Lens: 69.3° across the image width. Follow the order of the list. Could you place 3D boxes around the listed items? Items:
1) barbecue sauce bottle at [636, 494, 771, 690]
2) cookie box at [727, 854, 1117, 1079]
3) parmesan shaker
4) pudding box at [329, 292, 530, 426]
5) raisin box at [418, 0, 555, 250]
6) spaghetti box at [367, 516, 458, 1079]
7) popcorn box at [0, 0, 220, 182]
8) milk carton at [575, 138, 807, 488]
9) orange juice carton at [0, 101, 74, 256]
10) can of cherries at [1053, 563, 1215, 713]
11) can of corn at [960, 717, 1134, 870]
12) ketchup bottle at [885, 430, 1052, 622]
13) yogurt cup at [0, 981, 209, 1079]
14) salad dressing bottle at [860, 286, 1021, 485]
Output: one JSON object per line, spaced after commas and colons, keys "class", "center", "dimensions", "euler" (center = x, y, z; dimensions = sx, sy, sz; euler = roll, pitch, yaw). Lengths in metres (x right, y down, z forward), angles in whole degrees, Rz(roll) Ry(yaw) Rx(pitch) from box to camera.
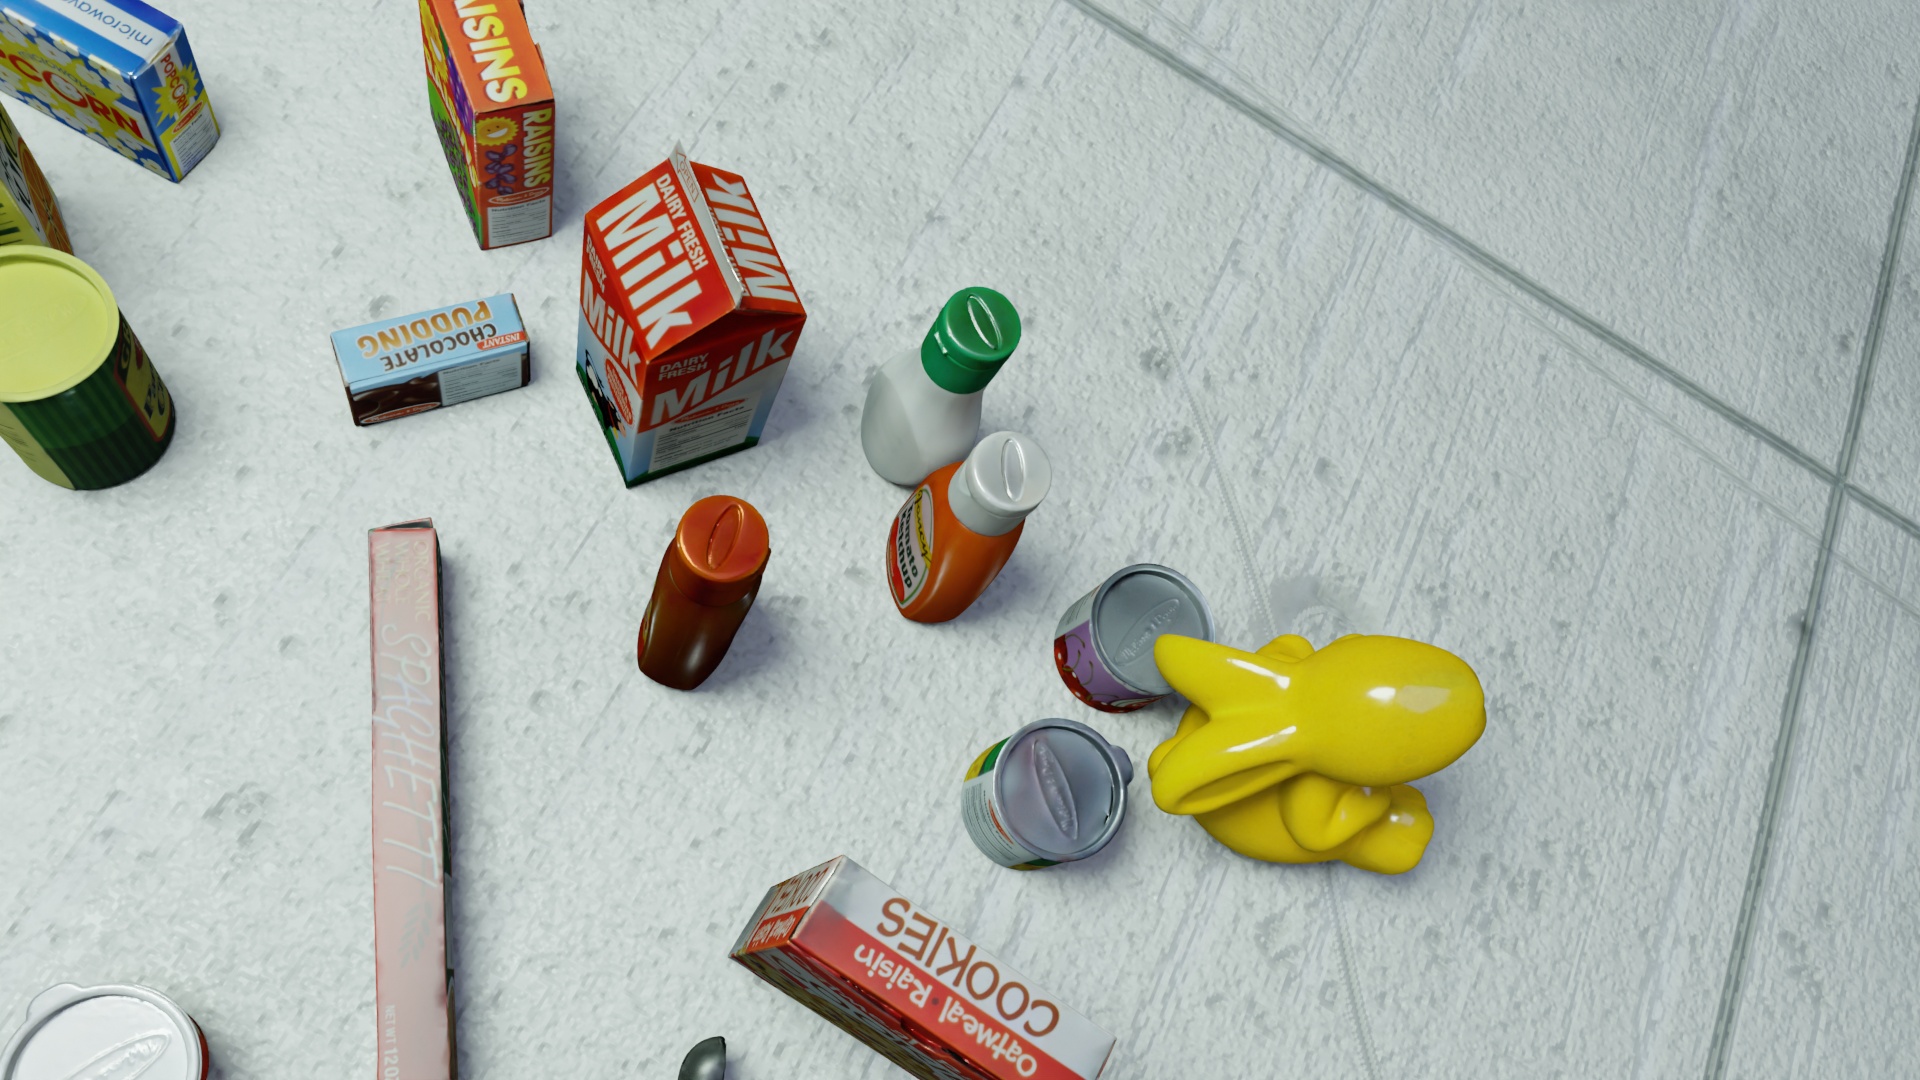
{"class": "barbecue sauce bottle", "center": [-0.111, 0.021, 0.604], "dimensions": [0.044, 0.148, 0.065], "euler": [22, 68, -9]}
{"class": "cookie box", "center": [-0.024, 0.185, 0.565], "dimensions": [0.123, 0.167, 0.040], "euler": [34, 66, -4]}
{"class": "parmesan shaker", "center": [-0.376, -0.071, 0.578], "dimensions": [0.071, 0.102, 0.071], "euler": [5, 71, -15]}
{"class": "pudding box", "center": [-0.247, -0.085, 0.652], "dimensions": [0.084, 0.049, 0.030], "euler": [-19, 79, -22]}
{"class": "raisin box", "center": [-0.224, -0.206, 0.660], "dimensions": [0.040, 0.123, 0.086], "euler": [-18, 78, -21]}
{"class": "spaghetti box", "center": [-0.232, 0.116, 0.589], "dimensions": [0.029, 0.050, 0.250], "euler": [-3, 73, -18]}
{"class": "popcorn box", "center": [-0.411, -0.227, 0.630], "dimensions": [0.127, 0.085, 0.038], "euler": [28, 67, -6]}
{"class": "milk carton", "center": [-0.122, -0.096, 0.617], "dimensions": [0.074, 0.190, 0.072], "euler": [-21, 80, -22]}
{"class": "orange juice carton", "center": [-0.413, -0.148, 0.544], "dimensions": [0.072, 0.192, 0.073], "euler": [-19, 79, -22]}
{"class": "can of cherries", "center": [0.088, 0.053, 0.704], "dimensions": [0.071, 0.058, 0.071], "euler": [5, 71, -15]}
{"class": "can of corn", "center": [0.041, 0.122, 0.666], "dimensions": [0.071, 0.058, 0.071], "euler": [5, 71, -15]}
{"class": "ketchup bottle", "center": [0.002, -0.008, 0.649], "dimensions": [0.043, 0.148, 0.065], "euler": [1, 72, -17]}
{"class": "yogurt cup", "center": [-0.322, 0.204, 0.529], "dimensions": [0.072, 0.053, 0.072], "euler": [5, 71, -15]}
{"class": "salad dressing bottle", "center": [-0.011, -0.072, 0.667], "dimensions": [0.044, 0.147, 0.064], "euler": [-21, 80, -22]}
